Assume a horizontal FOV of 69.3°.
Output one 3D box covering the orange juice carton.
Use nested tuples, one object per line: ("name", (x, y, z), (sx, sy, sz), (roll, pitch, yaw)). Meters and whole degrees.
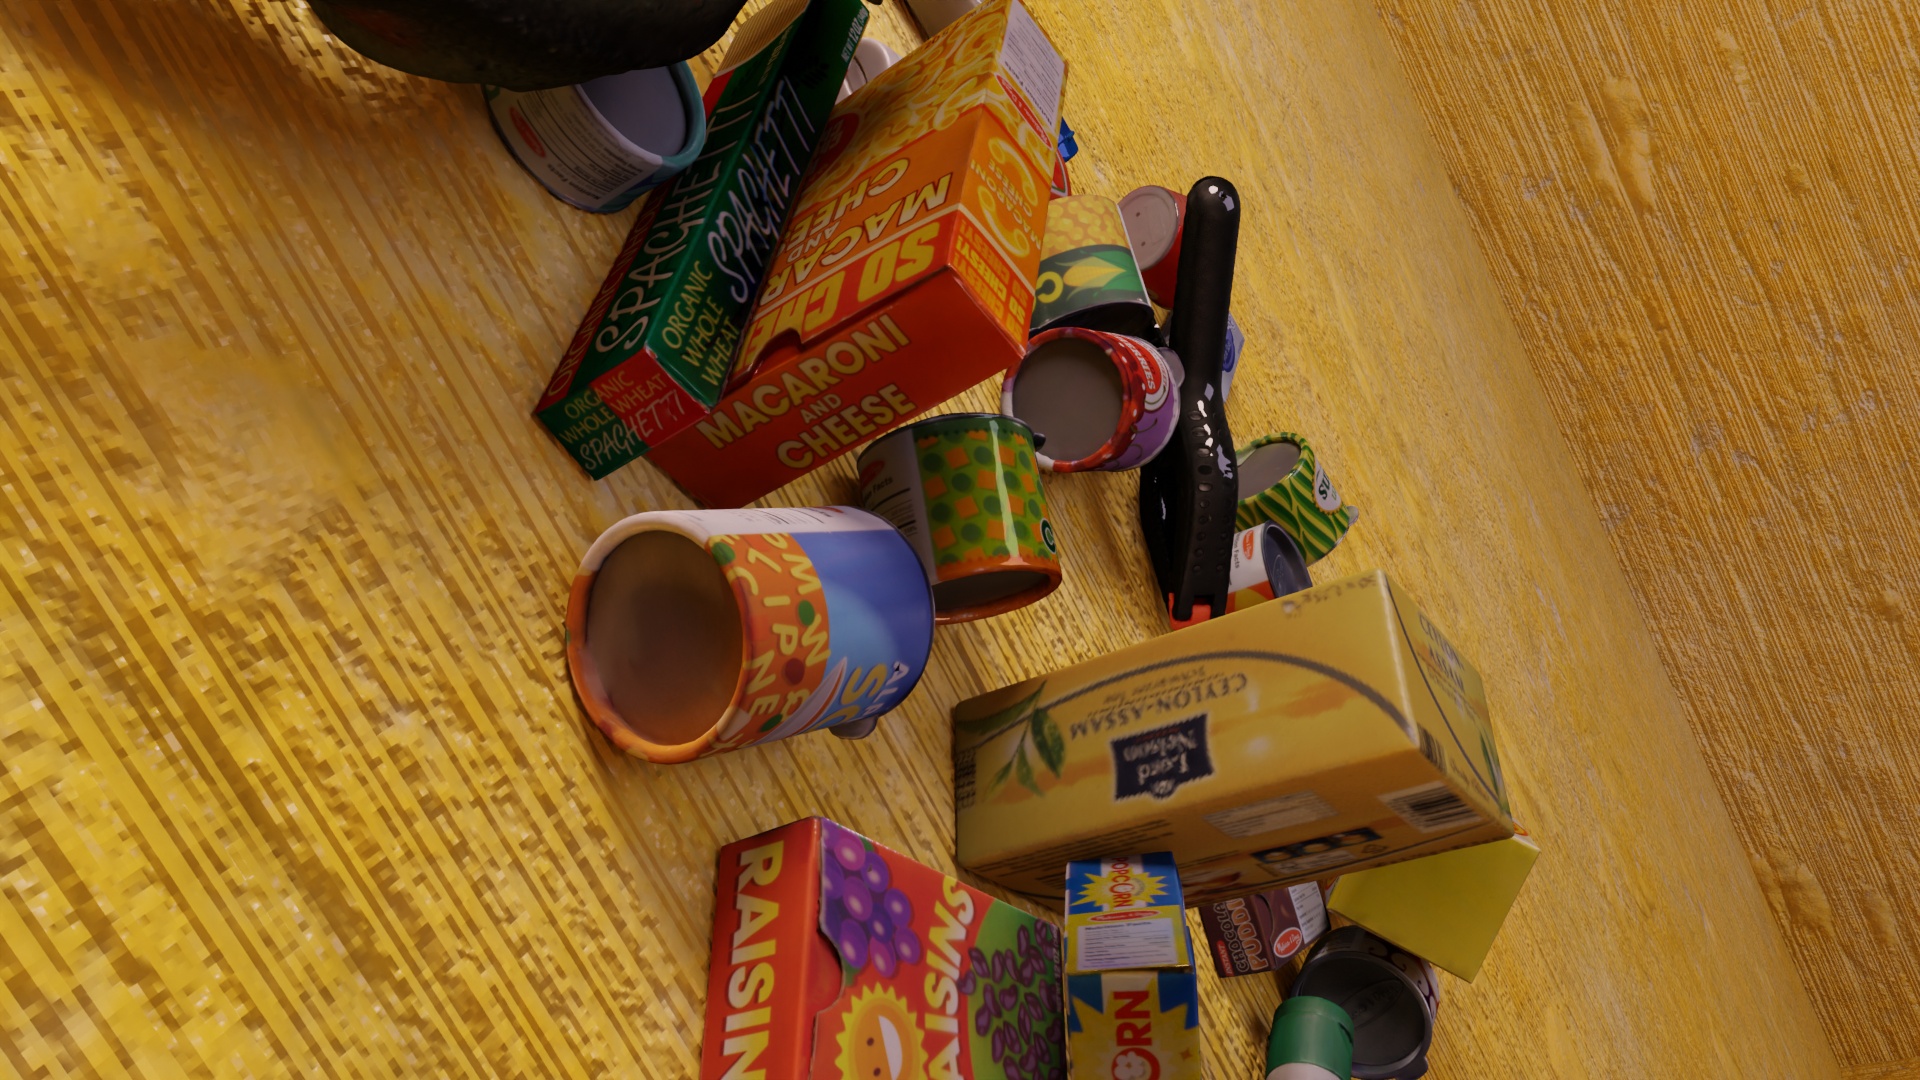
("orange juice carton", (0.237, 0.156, 0.723), (0.073, 0.071, 0.193), (26, 5, 13))

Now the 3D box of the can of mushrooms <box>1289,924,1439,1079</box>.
("can of mushrooms", (0.196, 0.223, 0.668), (0.033, 0.071, 0.071), (-25, 92, -63))

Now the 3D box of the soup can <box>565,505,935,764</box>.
("soup can", (-0.056, 0.026, 0.387), (0.084, 0.071, 0.071), (-4, 74, -59))

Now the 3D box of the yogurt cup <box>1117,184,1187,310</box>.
("yogurt cup", (0.122, -0.176, 0.825), (0.054, 0.072, 0.072), (15, 57, -46))

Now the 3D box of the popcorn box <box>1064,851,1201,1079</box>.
("popcorn box", (0.055, 0.173, 0.432), (0.085, 0.038, 0.126), (-59, 145, -80))

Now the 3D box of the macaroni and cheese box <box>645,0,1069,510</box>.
("macaroni and cheese box", (-0.031, -0.098, 0.455), (0.040, 0.123, 0.167), (45, 36, -31))

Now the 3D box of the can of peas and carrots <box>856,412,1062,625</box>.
("can of peas and carrots", (0.002, -0.006, 0.501), (0.071, 0.071, 0.059), (17, 57, -55))

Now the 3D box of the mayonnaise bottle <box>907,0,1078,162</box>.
("mayonnaise bottle", (0.011, -0.259, 0.720), (0.147, 0.041, 0.065), (58, 32, -19))

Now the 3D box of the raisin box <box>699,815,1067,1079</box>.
("raisin box", (-0.017, 0.141, 0.400), (0.123, 0.040, 0.086), (36, 42, -42))

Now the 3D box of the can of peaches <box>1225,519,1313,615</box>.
("can of peaches", (0.149, 0.032, 0.732), (0.071, 0.058, 0.071), (39, 39, -42))

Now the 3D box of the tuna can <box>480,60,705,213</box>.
("tuna can", (-0.114, -0.142, 0.439), (0.071, 0.032, 0.071), (37, 42, -42))

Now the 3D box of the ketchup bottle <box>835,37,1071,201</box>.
("ketchup bottle", (-0.004, -0.186, 0.640), (0.149, 0.043, 0.065), (8, 55, -57))

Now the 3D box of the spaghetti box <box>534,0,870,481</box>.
("spaghetti box", (-0.077, -0.120, 0.468), (0.028, 0.050, 0.251), (46, 36, -31))

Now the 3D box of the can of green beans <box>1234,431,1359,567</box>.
("can of green beans", (0.189, -0.023, 0.827), (0.057, 0.071, 0.071), (53, 32, -24))

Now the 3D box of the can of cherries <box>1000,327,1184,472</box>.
("can of cherries", (0.062, -0.066, 0.639), (0.058, 0.071, 0.071), (-5, 75, -59))

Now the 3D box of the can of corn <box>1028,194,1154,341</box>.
("can of corn", (0.052, -0.126, 0.672), (0.071, 0.071, 0.058), (7, 64, -58))

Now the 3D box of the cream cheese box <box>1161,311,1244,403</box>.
("cream cheese box", (0.152, -0.124, 0.878), (0.053, 0.024, 0.104), (56, 31, -17))

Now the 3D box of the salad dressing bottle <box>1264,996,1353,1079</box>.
("salad dressing bottle", (0.142, 0.259, 0.577), (0.064, 0.044, 0.148), (57, 30, -21))

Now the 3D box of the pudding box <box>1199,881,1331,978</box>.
("pudding box", (0.143, 0.170, 0.654), (0.084, 0.030, 0.050), (2, 70, -58))
